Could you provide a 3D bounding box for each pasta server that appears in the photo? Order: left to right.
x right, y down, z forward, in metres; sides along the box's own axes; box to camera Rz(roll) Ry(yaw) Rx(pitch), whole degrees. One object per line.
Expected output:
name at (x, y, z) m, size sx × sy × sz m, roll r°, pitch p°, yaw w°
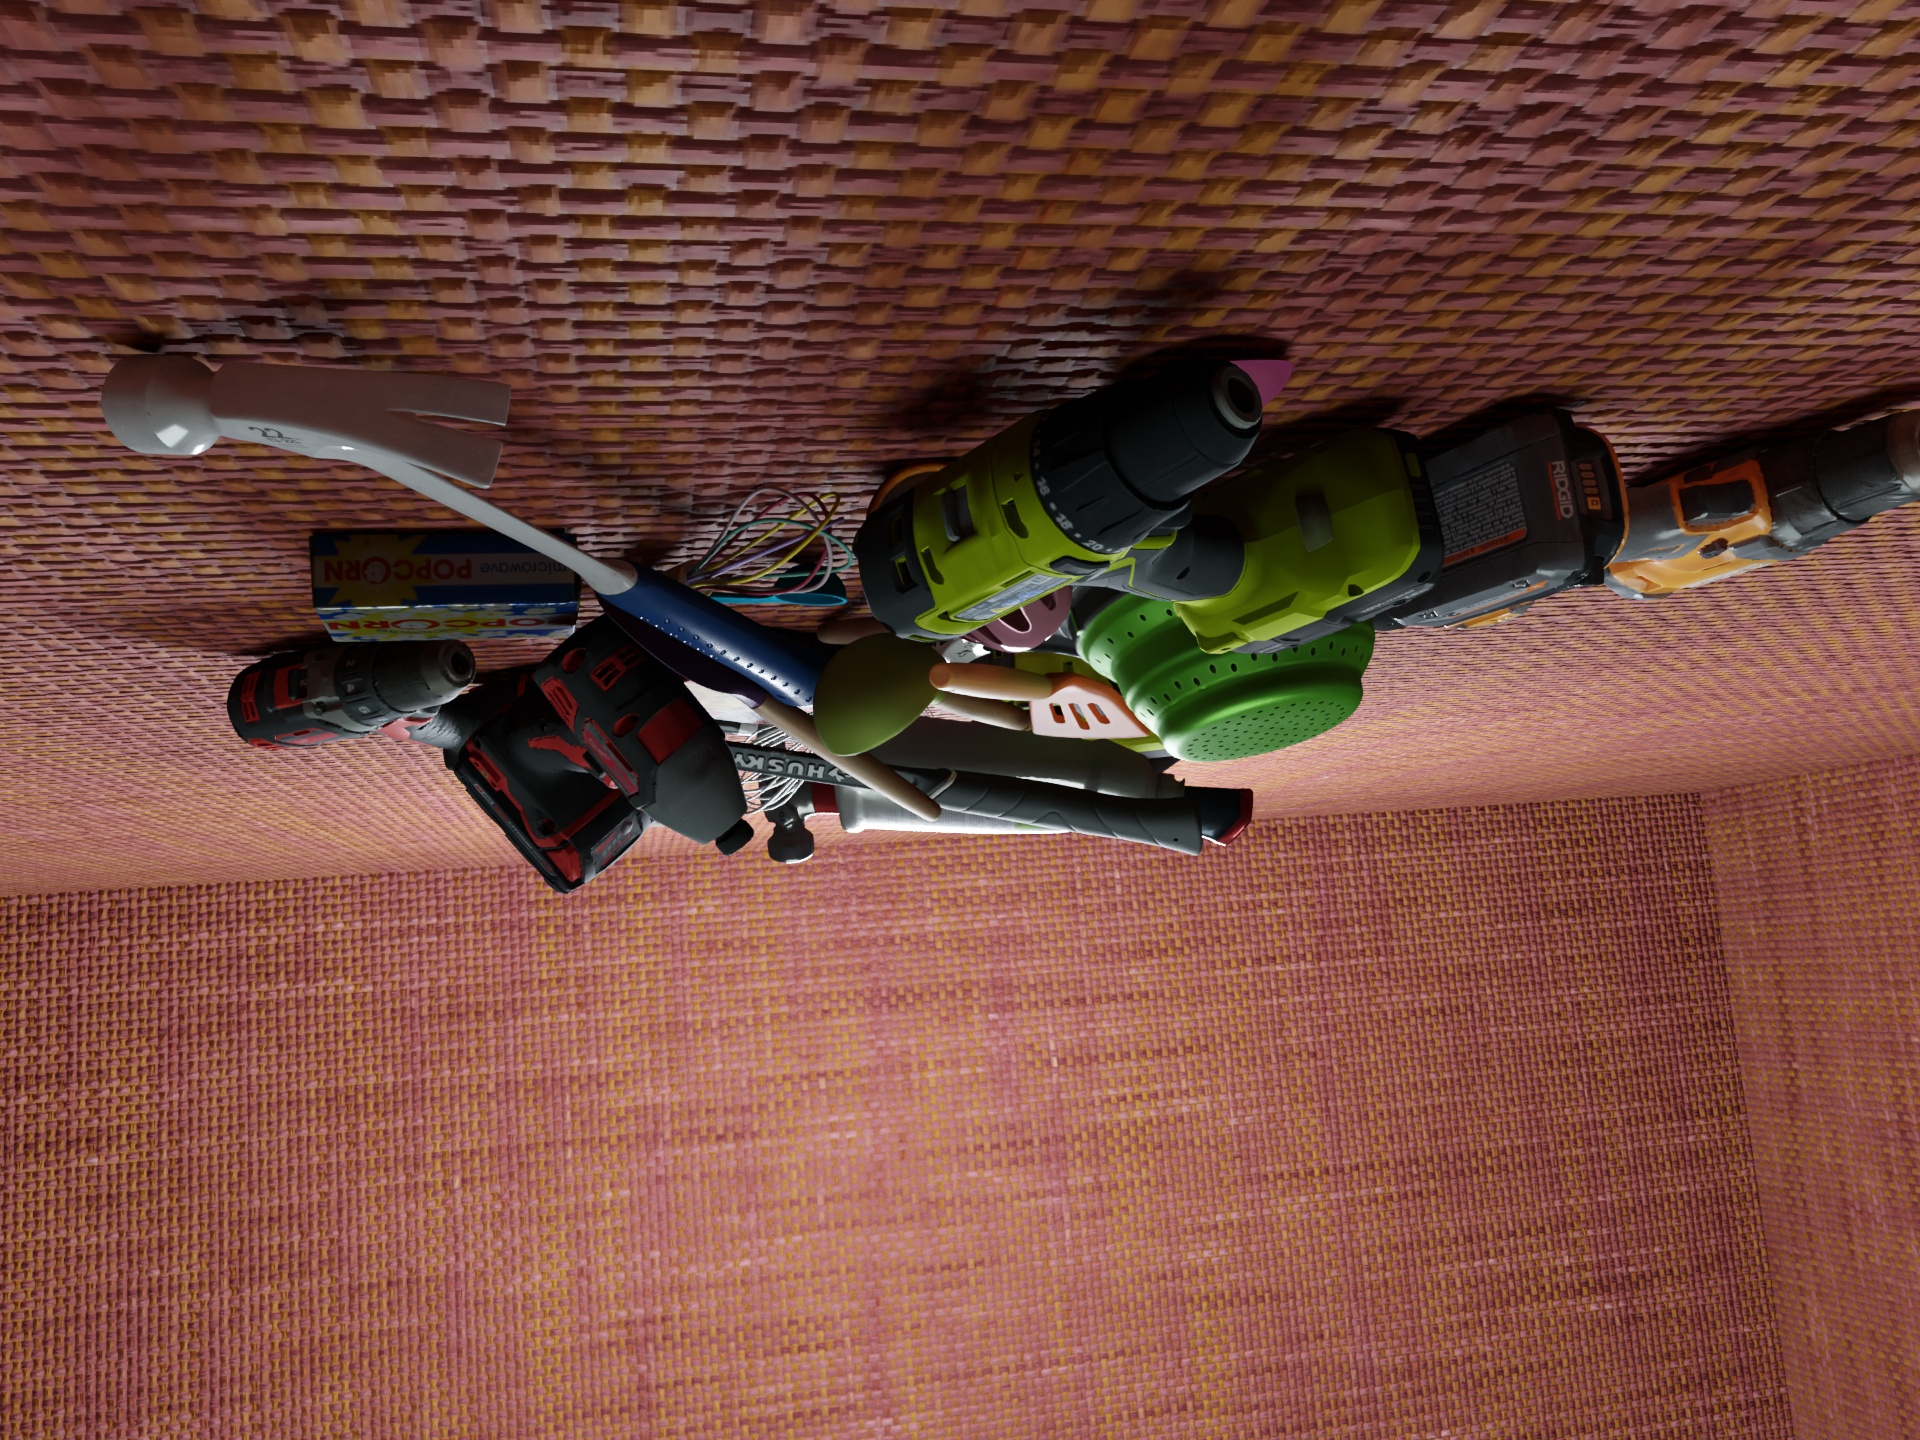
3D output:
pasta server at (-0.023, -0.059, 0.907) m, size 0.060 × 0.040 × 0.316 m, roll -46°, pitch -160°, yaw -18°

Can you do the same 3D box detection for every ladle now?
ladle at (-0.002, -0.003, 0.947) m, size 0.078 × 0.062 × 0.320 m, roll -30°, pitch 166°, yaw 14°

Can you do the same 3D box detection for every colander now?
colander at (0.234, -0.048, 0.891) m, size 0.397 × 0.095 × 0.204 m, roll -8°, pitch 162°, yaw -12°

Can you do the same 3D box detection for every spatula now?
spatula at (-0.100, -0.002, 0.906) m, size 0.018 × 0.060 × 0.315 m, roll -41°, pitch 140°, yaw 11°
spatula at (0.040, -0.011, 0.919) m, size 0.081 × 0.041 × 0.322 m, roll 1°, pitch 179°, yaw 18°

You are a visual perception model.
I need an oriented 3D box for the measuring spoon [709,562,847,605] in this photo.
measuring spoon at (-0.124, -0.079, 0.907) m, size 0.128 × 0.021 × 0.042 m, roll 2°, pitch 175°, yaw 22°

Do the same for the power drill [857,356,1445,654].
power drill at (0.096, -0.084, 0.659) m, size 0.228 × 0.080 × 0.190 m, roll 0°, pitch 164°, yaw -41°

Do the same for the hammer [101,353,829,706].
hammer at (-0.152, -0.064, 0.689) m, size 0.144 × 0.035 × 0.405 m, roll 7°, pitch 171°, yaw 22°

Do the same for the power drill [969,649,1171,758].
power drill at (0.123, -0.028, 1.158) m, size 0.171 × 0.080 × 0.223 m, roll -7°, pitch 168°, yaw 25°

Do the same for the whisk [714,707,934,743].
whisk at (-0.146, 0.004, 1.307) m, size 0.284 × 0.070 × 0.070 m, roll 6°, pitch 168°, yaw -25°

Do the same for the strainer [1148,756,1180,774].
strainer at (0.191, 0.010, 1.294) m, size 0.258 × 0.050 × 0.087 m, roll -33°, pitch 176°, yaw -21°

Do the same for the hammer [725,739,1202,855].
hammer at (-0.035, 0.045, 1.044) m, size 0.409 × 0.036 × 0.149 m, roll 10°, pitch 132°, yaw -8°

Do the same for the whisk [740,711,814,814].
whisk at (-0.073, -0.009, 1.060) m, size 0.246 × 0.059 × 0.057 m, roll -34°, pitch 138°, yaw 26°

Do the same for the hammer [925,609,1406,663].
hammer at (0.147, -0.069, 0.985) m, size 0.334 × 0.035 × 0.146 m, roll -4°, pitch 162°, yaw -22°

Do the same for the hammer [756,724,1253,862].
hammer at (0.030, 0.046, 1.228) m, size 0.386 × 0.143 × 0.038 m, roll 1°, pitch -161°, yaw 13°

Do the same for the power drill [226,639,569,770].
power drill at (-0.335, -0.010, 1.052) m, size 0.188 × 0.080 × 0.226 m, roll -10°, pitch 167°, yaw 30°

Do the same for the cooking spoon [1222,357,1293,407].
cooking spoon at (0.048, -0.111, 0.747) m, size 0.068 × 0.017 × 0.319 m, roll -7°, pitch 173°, yaw -25°

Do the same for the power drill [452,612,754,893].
power drill at (-0.200, 0.029, 0.905) m, size 0.078 × 0.143 × 0.219 m, roll -45°, pitch -168°, yaw -31°

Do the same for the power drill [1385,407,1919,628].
power drill at (0.336, -0.102, 0.764) m, size 0.226 × 0.084 × 0.185 m, roll -5°, pitch 172°, yaw -27°

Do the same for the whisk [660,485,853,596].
whisk at (-0.123, -0.078, 0.819) m, size 0.051 × 0.047 × 0.245 m, roll 15°, pitch 167°, yaw -31°
